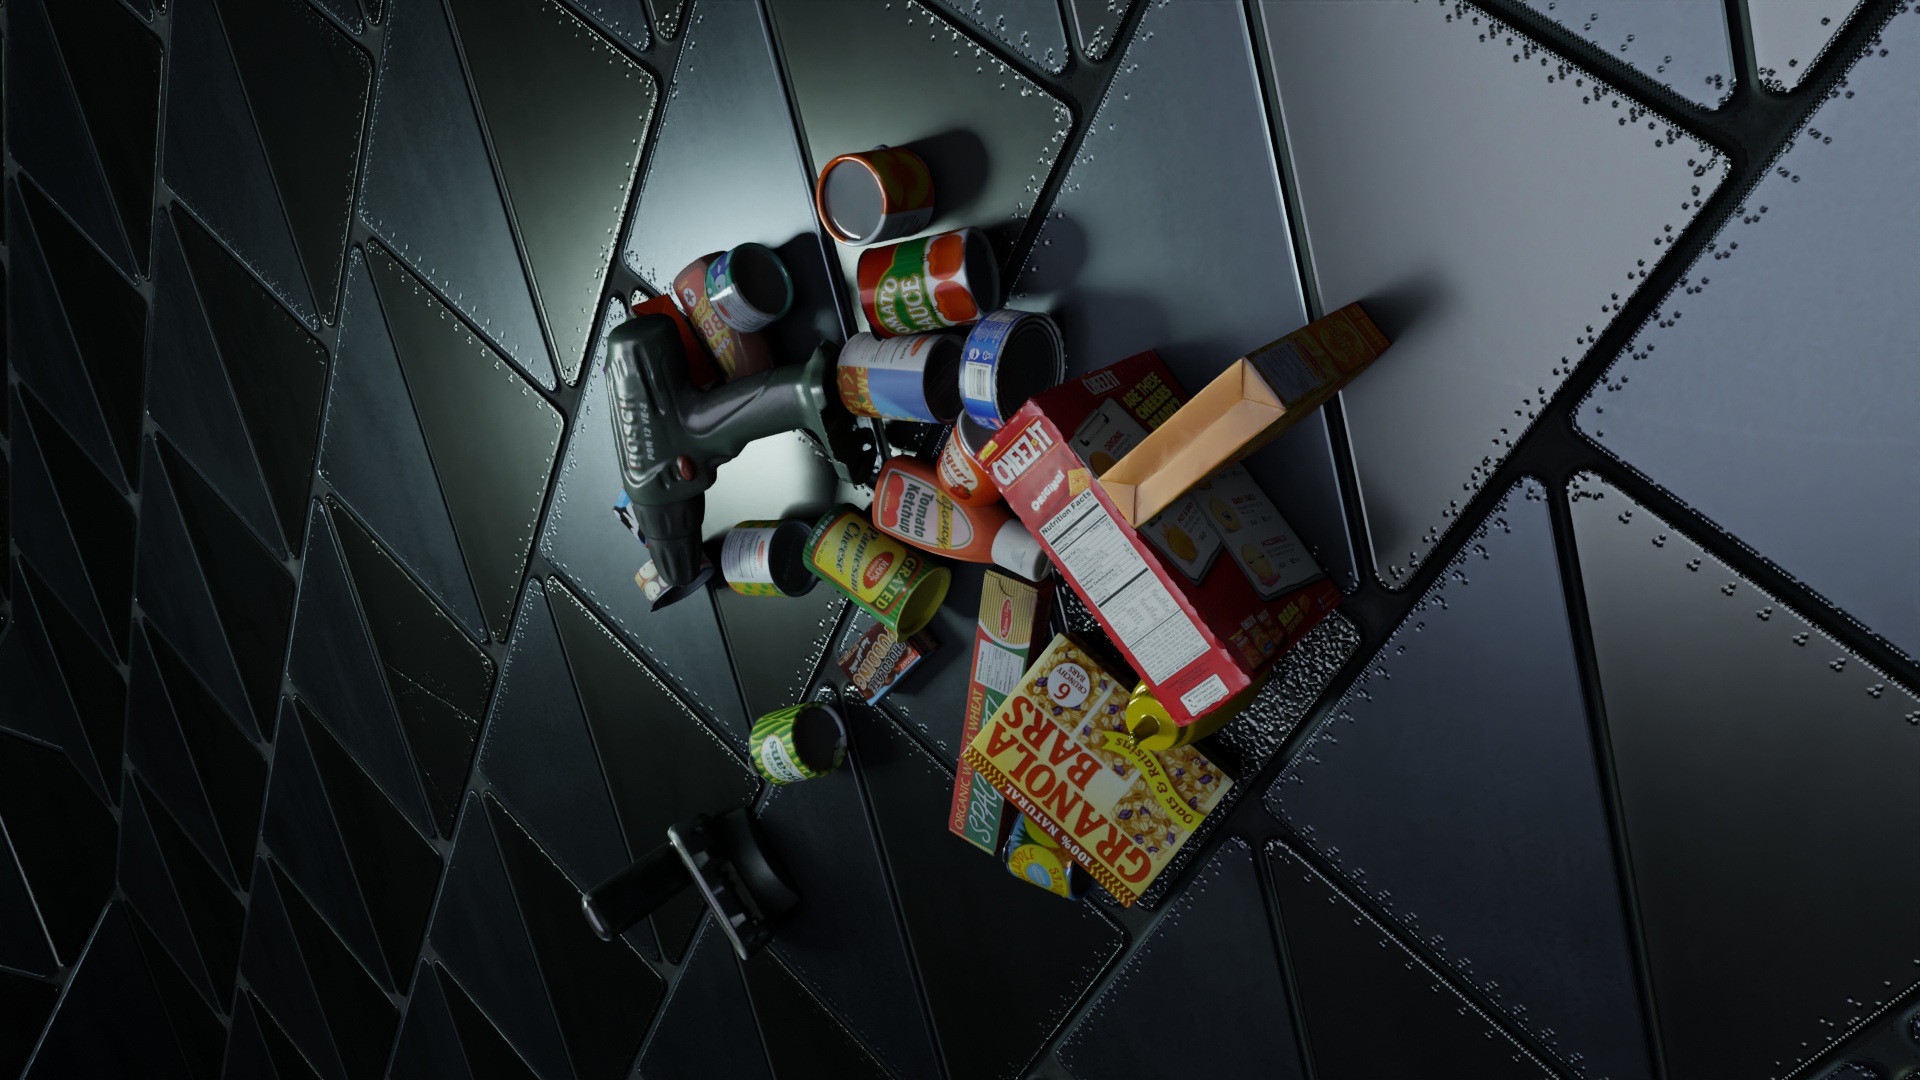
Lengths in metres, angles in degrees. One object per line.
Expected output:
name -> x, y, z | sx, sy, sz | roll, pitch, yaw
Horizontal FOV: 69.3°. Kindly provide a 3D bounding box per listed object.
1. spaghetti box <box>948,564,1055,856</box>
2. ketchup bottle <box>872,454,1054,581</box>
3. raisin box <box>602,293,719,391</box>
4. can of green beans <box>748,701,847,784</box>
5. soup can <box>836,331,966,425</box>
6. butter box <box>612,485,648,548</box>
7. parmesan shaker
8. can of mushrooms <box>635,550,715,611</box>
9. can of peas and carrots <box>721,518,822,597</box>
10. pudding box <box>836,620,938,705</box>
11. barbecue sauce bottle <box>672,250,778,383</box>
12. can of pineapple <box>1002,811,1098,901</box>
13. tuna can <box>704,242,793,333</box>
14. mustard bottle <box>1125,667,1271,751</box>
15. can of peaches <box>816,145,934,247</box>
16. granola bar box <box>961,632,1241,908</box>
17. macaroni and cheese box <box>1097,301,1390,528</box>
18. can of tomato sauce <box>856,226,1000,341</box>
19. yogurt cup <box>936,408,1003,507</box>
spaghetti box -> 0.030, 0.136, 1.102 | 0.050, 0.029, 0.248 | 23, 119, 29
ketchup bottle -> 0.004, -0.013, 1.056 | 0.149, 0.044, 0.064 | 24, 113, 27
raisin box -> -0.258, -0.142, 1.184 | 0.086, 0.040, 0.123 | 58, 149, 3
can of green beans -> -0.142, 0.179, 1.225 | 0.057, 0.071, 0.071 | -19, 95, 40
soup can -> -0.039, -0.119, 1.034 | 0.084, 0.071, 0.071 | 8, 112, 35
butter box -> -0.281, -0.047, 1.270 | 0.053, 0.024, 0.103 | 44, 128, 16
parmesan shaker -> -0.069, 0.025, 1.107 | 0.103, 0.071, 0.071 | 34, 124, 22
can of mushrooms -> -0.260, 0.032, 1.255 | 0.070, 0.071, 0.033 | -41, 80, 39
can of peas and carrots -> -0.158, 0.015, 1.176 | 0.058, 0.071, 0.070 | -1, 107, 38
pudding box -> -0.060, 0.095, 1.154 | 0.050, 0.030, 0.083 | 51, 129, 8
barbecue sauce bottle -> -0.181, -0.159, 1.139 | 0.064, 0.044, 0.148 | -27, 91, 51
can of pineapple -> 0.076, 0.241, 1.082 | 0.058, 0.071, 0.070 | 15, 116, 32
tuna can -> -0.166, -0.202, 1.099 | 0.032, 0.071, 0.071 | -20, 94, 39
mustard bottle -> 0.148, 0.100, 0.914 | 0.065, 0.161, 0.048 | 38, 127, 21
can of peaches -> -0.063, -0.251, 1.006 | 0.071, 0.058, 0.071 | 15, 116, 32
granola bar box -> 0.102, 0.166, 1.023 | 0.166, 0.039, 0.124 | 40, 100, 18
macaroni and cheese box -> 0.171, -0.076, 0.825 | 0.040, 0.167, 0.123 | 54, 130, 6
can of tomato sauce -> -0.022, -0.181, 0.983 | 0.083, 0.071, 0.071 | -7, 103, 24
yogurt cup -> 0.018, -0.060, 1.015 | 0.072, 0.073, 0.053 | 50, 137, 10
